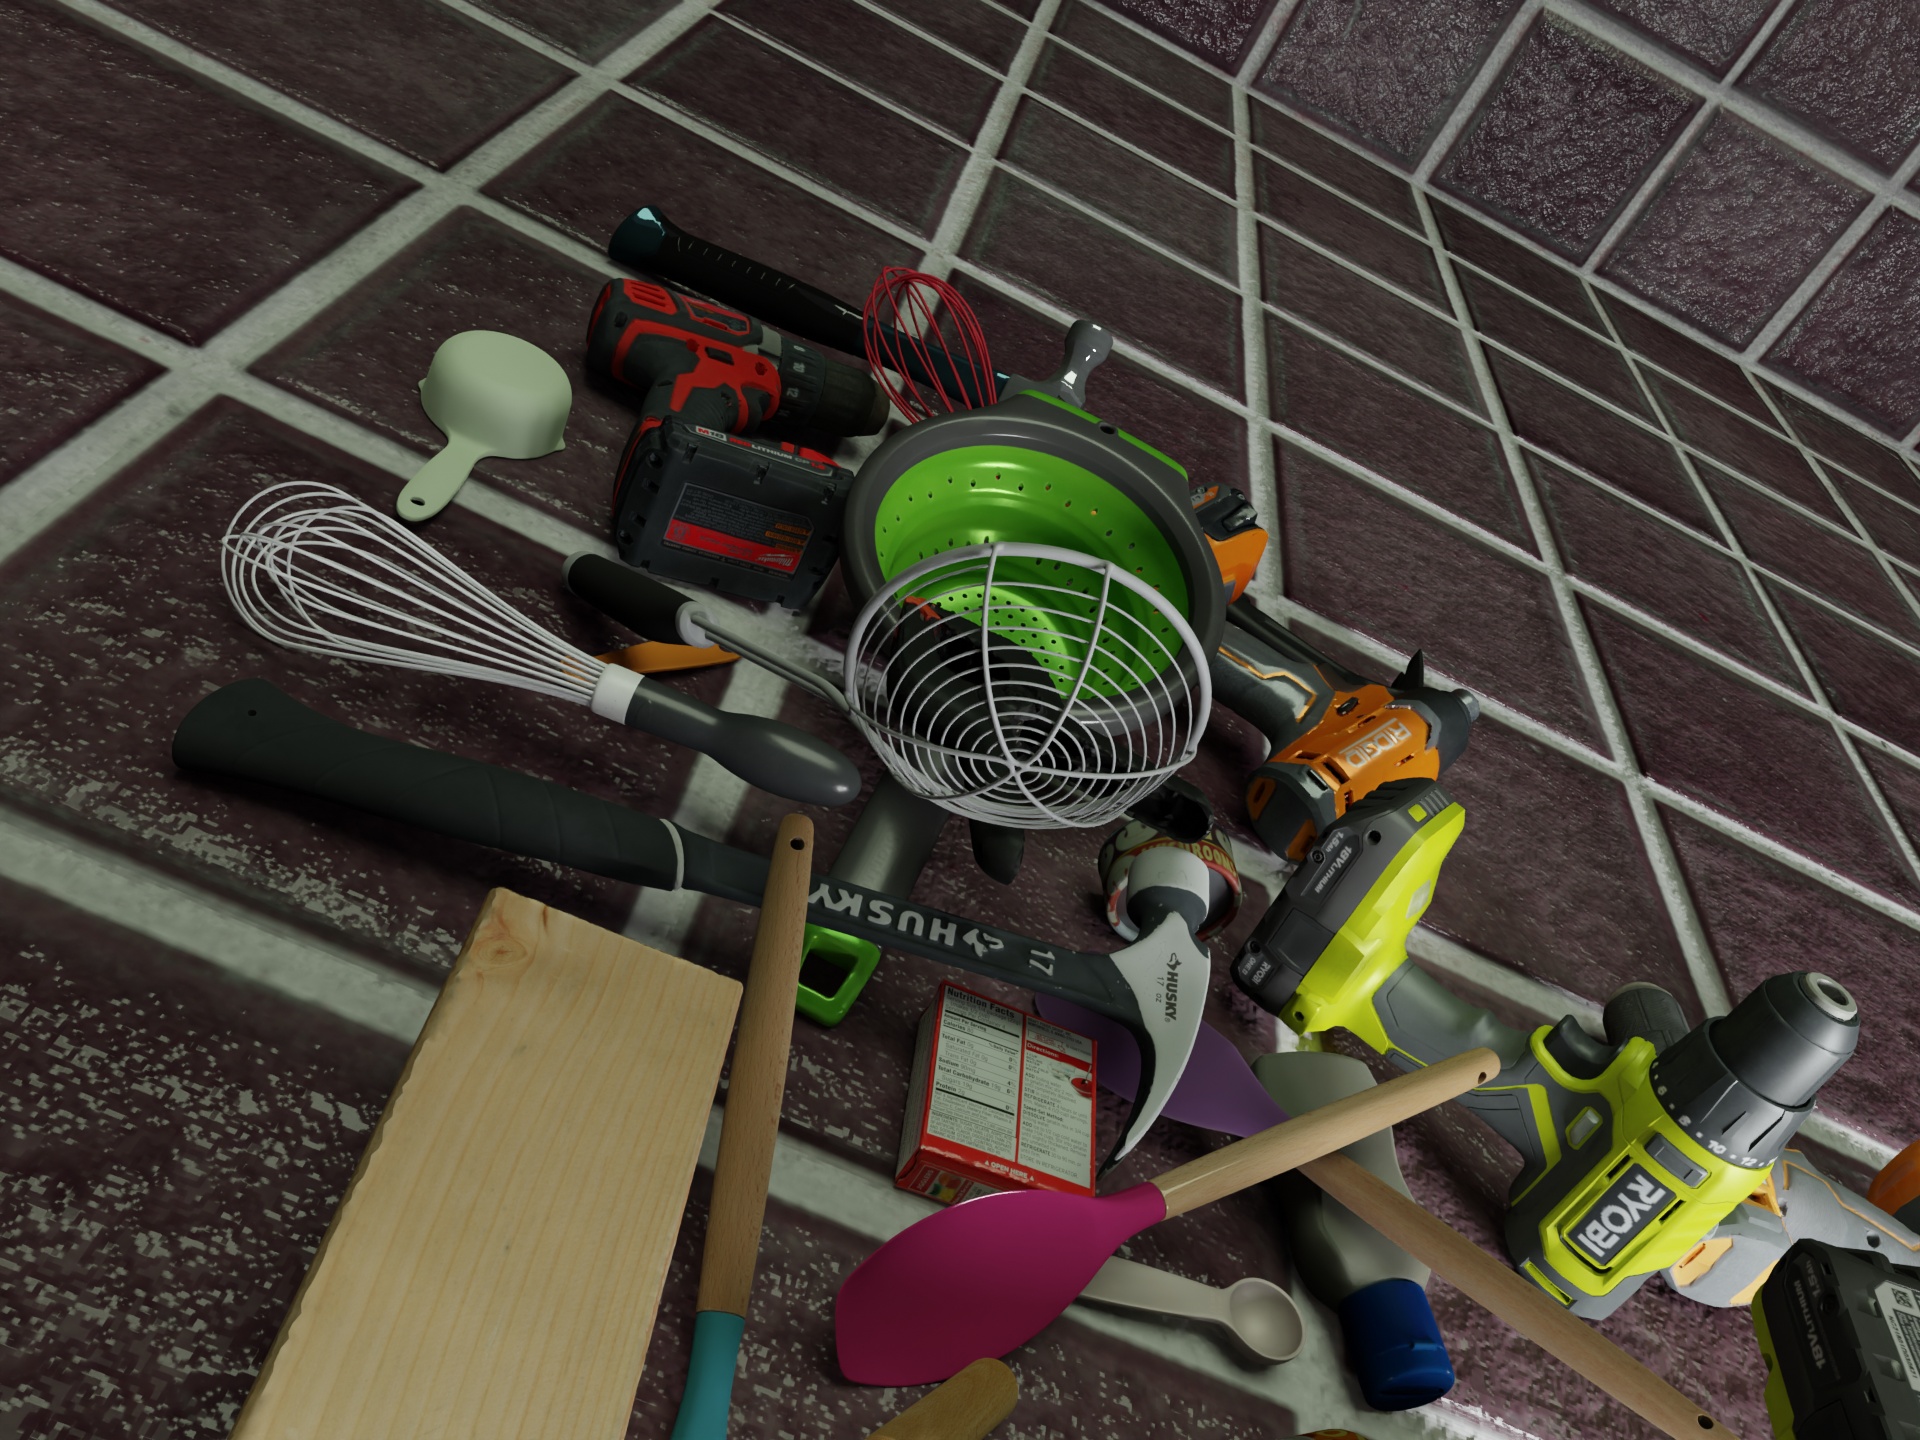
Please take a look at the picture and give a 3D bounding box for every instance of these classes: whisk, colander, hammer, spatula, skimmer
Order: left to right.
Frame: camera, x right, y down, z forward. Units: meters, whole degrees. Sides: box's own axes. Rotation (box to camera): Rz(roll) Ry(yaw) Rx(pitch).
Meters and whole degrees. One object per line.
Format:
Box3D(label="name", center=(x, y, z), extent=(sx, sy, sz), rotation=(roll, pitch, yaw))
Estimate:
Box3D(label="whisk", center=(-0.175, -0.022, 0.669), extent=(0.284, 0.070, 0.070), rotation=(23, 34, -3))
Box3D(label="hammer", center=(-0.096, 0.063, 0.620), extent=(0.409, 0.036, 0.149), rotation=(17, 46, -7))
Box3D(label="spatula", center=(-0.068, 0.163, 0.510), extent=(0.082, 0.044, 0.318), rotation=(16, 53, -16))
Box3D(label="skimmer", center=(-0.057, -0.043, 0.654), extent=(0.090, 0.127, 0.364), rotation=(-44, 37, -18))
Box3D(label="hammer", center=(-0.076, -0.258, 1.041), extent=(0.331, 0.128, 0.033), rotation=(25, -4, 6))
Box3D(label="whisk", center=(-0.031, 0.217, 0.436), extent=(0.047, 0.051, 0.244), rotation=(61, 14, 17))
Box3D(label="colander", center=(-0.001, -0.003, 0.790), extent=(0.204, 0.094, 0.397), rotation=(27, 52, 0))
Box3D(label="whisk", center=(0.016, -0.150, 0.954), extent=(0.073, 0.073, 0.296), rotation=(-11, 71, -45))
Box3D(label="hammer", center=(0.158, -0.095, 1.061), extent=(0.337, 0.034, 0.127), rotation=(34, 35, 4))
Box3D(label="spatula", center=(0.158, 0.190, 0.643), extent=(0.316, 0.018, 0.060), rotation=(32, 48, 29))

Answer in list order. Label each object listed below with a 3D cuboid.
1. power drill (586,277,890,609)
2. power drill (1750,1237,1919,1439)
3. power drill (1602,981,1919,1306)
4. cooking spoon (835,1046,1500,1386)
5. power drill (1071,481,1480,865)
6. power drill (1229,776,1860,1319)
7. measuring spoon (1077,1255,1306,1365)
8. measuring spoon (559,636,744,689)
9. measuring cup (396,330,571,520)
Box3D(label="power drill", center=(-0.115, -0.162, 0.904), extent=(0.187, 0.080, 0.227), rotation=(14, 35, -25))
Box3D(label="power drill", center=(0.240, 0.269, 0.488), extent=(0.080, 0.223, 0.171), rotation=(20, 35, -5))
Box3D(label="power drill", center=(0.440, 0.234, 0.821), extent=(0.226, 0.084, 0.185), rotation=(21, 34, -7))
Box3D(label="cooking spoon", center=(0.093, 0.174, 0.603), extent=(0.318, 0.068, 0.017), rotation=(-11, 19, -30))
Box3D(label="power drill", center=(0.189, -0.035, 0.935), extent=(0.164, 0.084, 0.227), rotation=(-26, 63, -28))
Box3D(label="power drill", center=(0.254, 0.131, 0.712), extent=(0.229, 0.190, 0.080), rotation=(40, 35, 21))
Box3D(label="measuring spoon", center=(0.073, 0.223, 0.611), extent=(0.124, 0.018, 0.034), rotation=(17, 36, -8))
Box3D(label="measuring spoon", center=(-0.146, -0.028, 0.766), extent=(0.021, 0.011, 0.117), rotation=(47, 34, 21))
Box3D(label="measuring cup", center=(-0.250, -0.153, 0.816), extent=(0.083, 0.038, 0.168), rotation=(24, 32, -10))
